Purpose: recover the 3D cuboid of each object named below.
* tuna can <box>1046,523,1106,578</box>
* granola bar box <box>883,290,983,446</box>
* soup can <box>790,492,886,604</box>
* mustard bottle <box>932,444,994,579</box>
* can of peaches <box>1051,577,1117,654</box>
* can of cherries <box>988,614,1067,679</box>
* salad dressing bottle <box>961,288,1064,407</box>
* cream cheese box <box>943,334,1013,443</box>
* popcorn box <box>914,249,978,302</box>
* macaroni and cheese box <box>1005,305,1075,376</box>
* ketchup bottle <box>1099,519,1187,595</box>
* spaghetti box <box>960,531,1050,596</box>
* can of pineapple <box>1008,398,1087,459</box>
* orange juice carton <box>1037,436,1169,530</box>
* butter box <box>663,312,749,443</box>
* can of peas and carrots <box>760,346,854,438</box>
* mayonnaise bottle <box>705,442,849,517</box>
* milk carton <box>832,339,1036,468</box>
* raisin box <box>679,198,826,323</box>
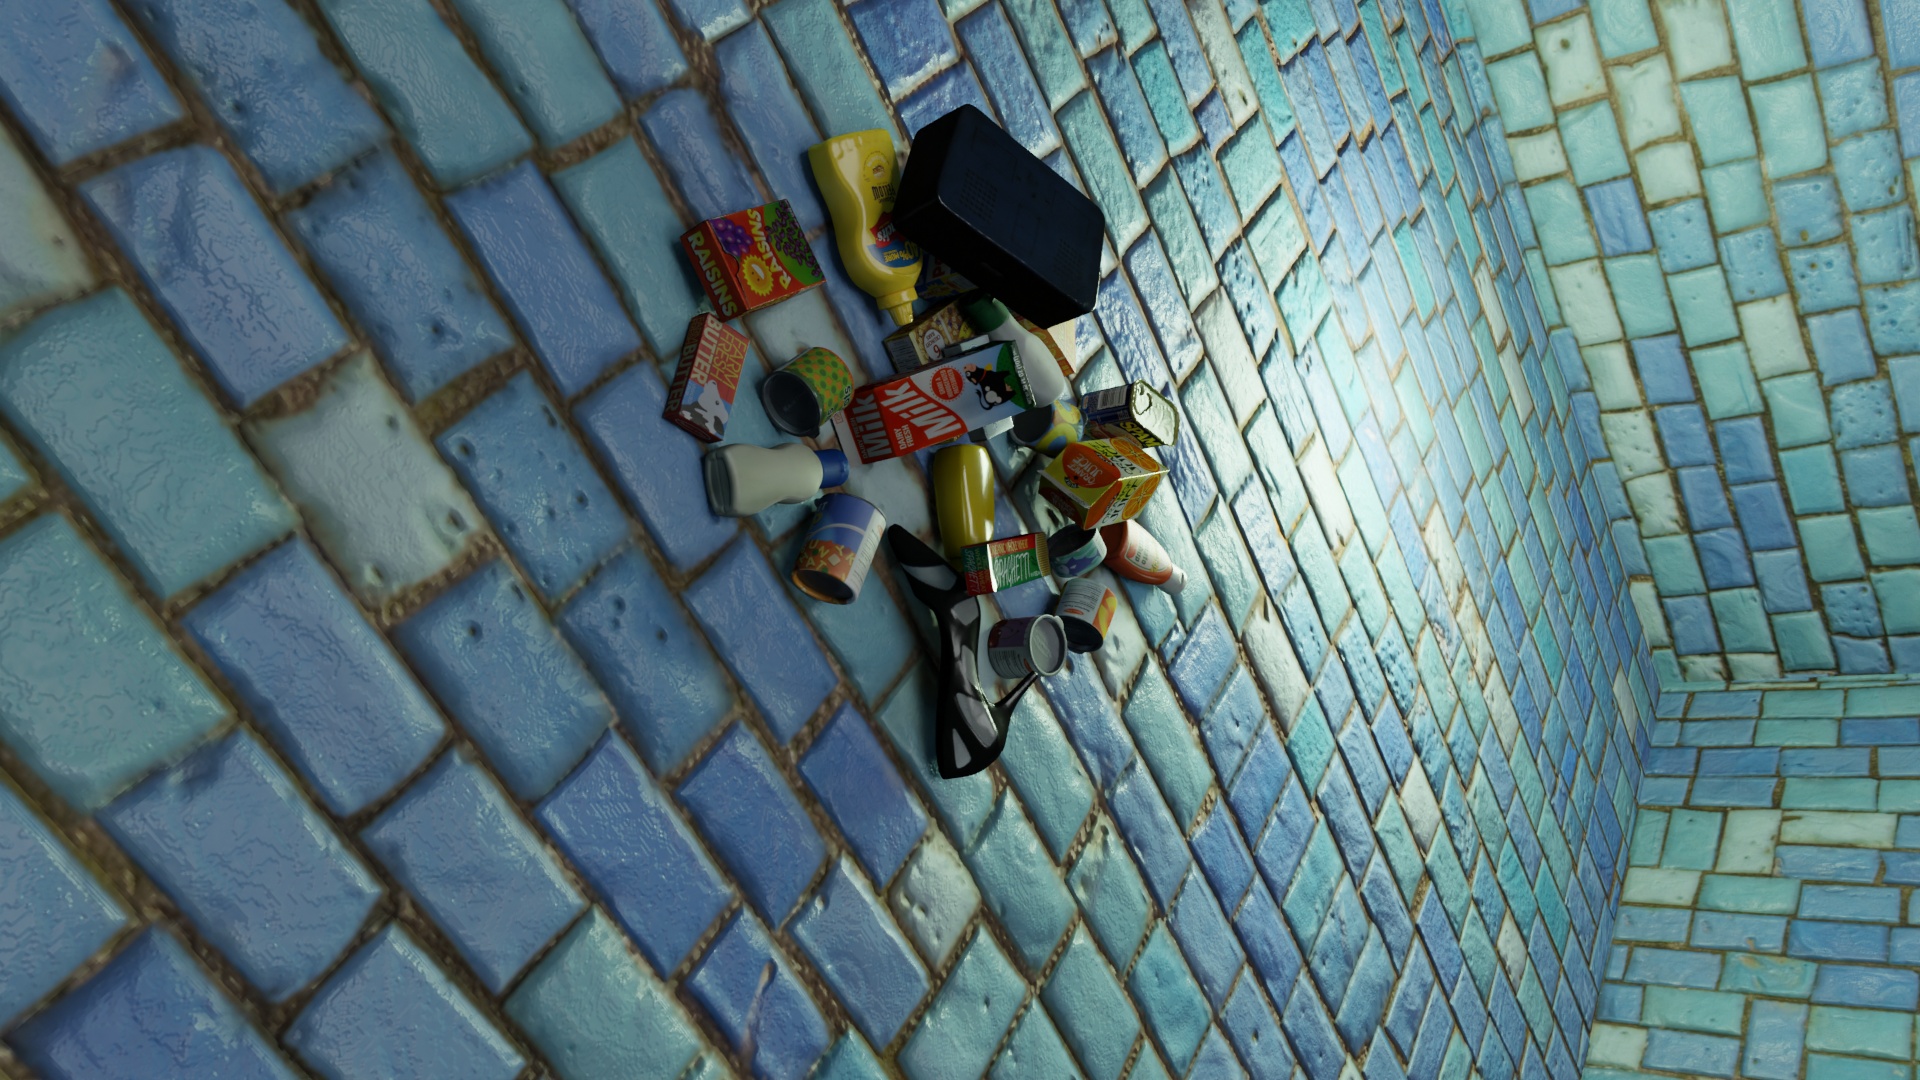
[{"bbox_3d":[0.128,0.012,1.572,0.071,0.071,0.032,-52,123,-41],"label":"tuna can"},{"bbox_3d":[0.000,-0.192,1.474,0.166,0.039,0.124,-44,116,-45],"label":"granola bar box"},{"bbox_3d":[-0.115,0.007,1.282,0.071,0.071,0.084,44,53,-37],"label":"soup can"},{"bbox_3d":[0.005,-0.018,1.441,0.065,0.048,0.160,6,79,-54],"label":"mustard bottle"},{"bbox_3d":[0.138,0.085,1.570,0.071,0.071,0.058,50,48,-32],"label":"can of peaches"},{"bbox_3d":[0.073,0.113,1.491,0.071,0.058,0.071,13,73,-48],"label":"can of cherries"},{"bbox_3d":[0.056,-0.207,1.479,0.147,0.044,0.064,50,49,-31],"label":"salad dressing bottle"},{"bbox_3d":[0.019,-0.158,1.439,0.053,0.024,0.103,-30,107,-50],"label":"cream cheese box"},{"bbox_3d":[-0.003,-0.320,1.457,0.038,0.085,0.127,26,64,-42],"label":"popcorn box"},{"bbox_3d":[0.077,-0.276,1.543,0.166,0.040,0.124,50,32,-44],"label":"macaroni and cheese box"},{"bbox_3d":[0.225,0.024,1.701,0.148,0.043,0.065,32,59,-43],"label":"ketchup bottle"},{"bbox_3d":[0.050,0.022,1.432,0.250,0.028,0.050,-10,91,-73],"label":"spaghetti box"},{"bbox_3d":[0.097,-0.131,1.556,0.058,0.071,0.071,18,70,-47],"label":"can of pineapple"},{"bbox_3d":[0.155,-0.065,1.570,0.072,0.072,0.193,40,24,20],"label":"orange juice carton"},{"bbox_3d":[-0.221,-0.142,1.212,0.053,0.024,0.104,32,60,-43],"label":"butter box"},{"bbox_3d":[-0.138,-0.135,1.276,0.059,0.071,0.070,-45,117,-45],"label":"can of peas and carrots"},{"bbox_3d":[-0.163,-0.059,1.255,0.148,0.041,0.064,-12,94,-52],"label":"mayonnaise bottle"},{"bbox_3d":[-0.031,-0.134,1.362,0.191,0.073,0.072,-21,102,-12],"label":"milk carton"},{"bbox_3d":[-0.184,-0.252,1.246,0.124,0.040,0.086,-36,104,-54],"label":"raisin box"}]
